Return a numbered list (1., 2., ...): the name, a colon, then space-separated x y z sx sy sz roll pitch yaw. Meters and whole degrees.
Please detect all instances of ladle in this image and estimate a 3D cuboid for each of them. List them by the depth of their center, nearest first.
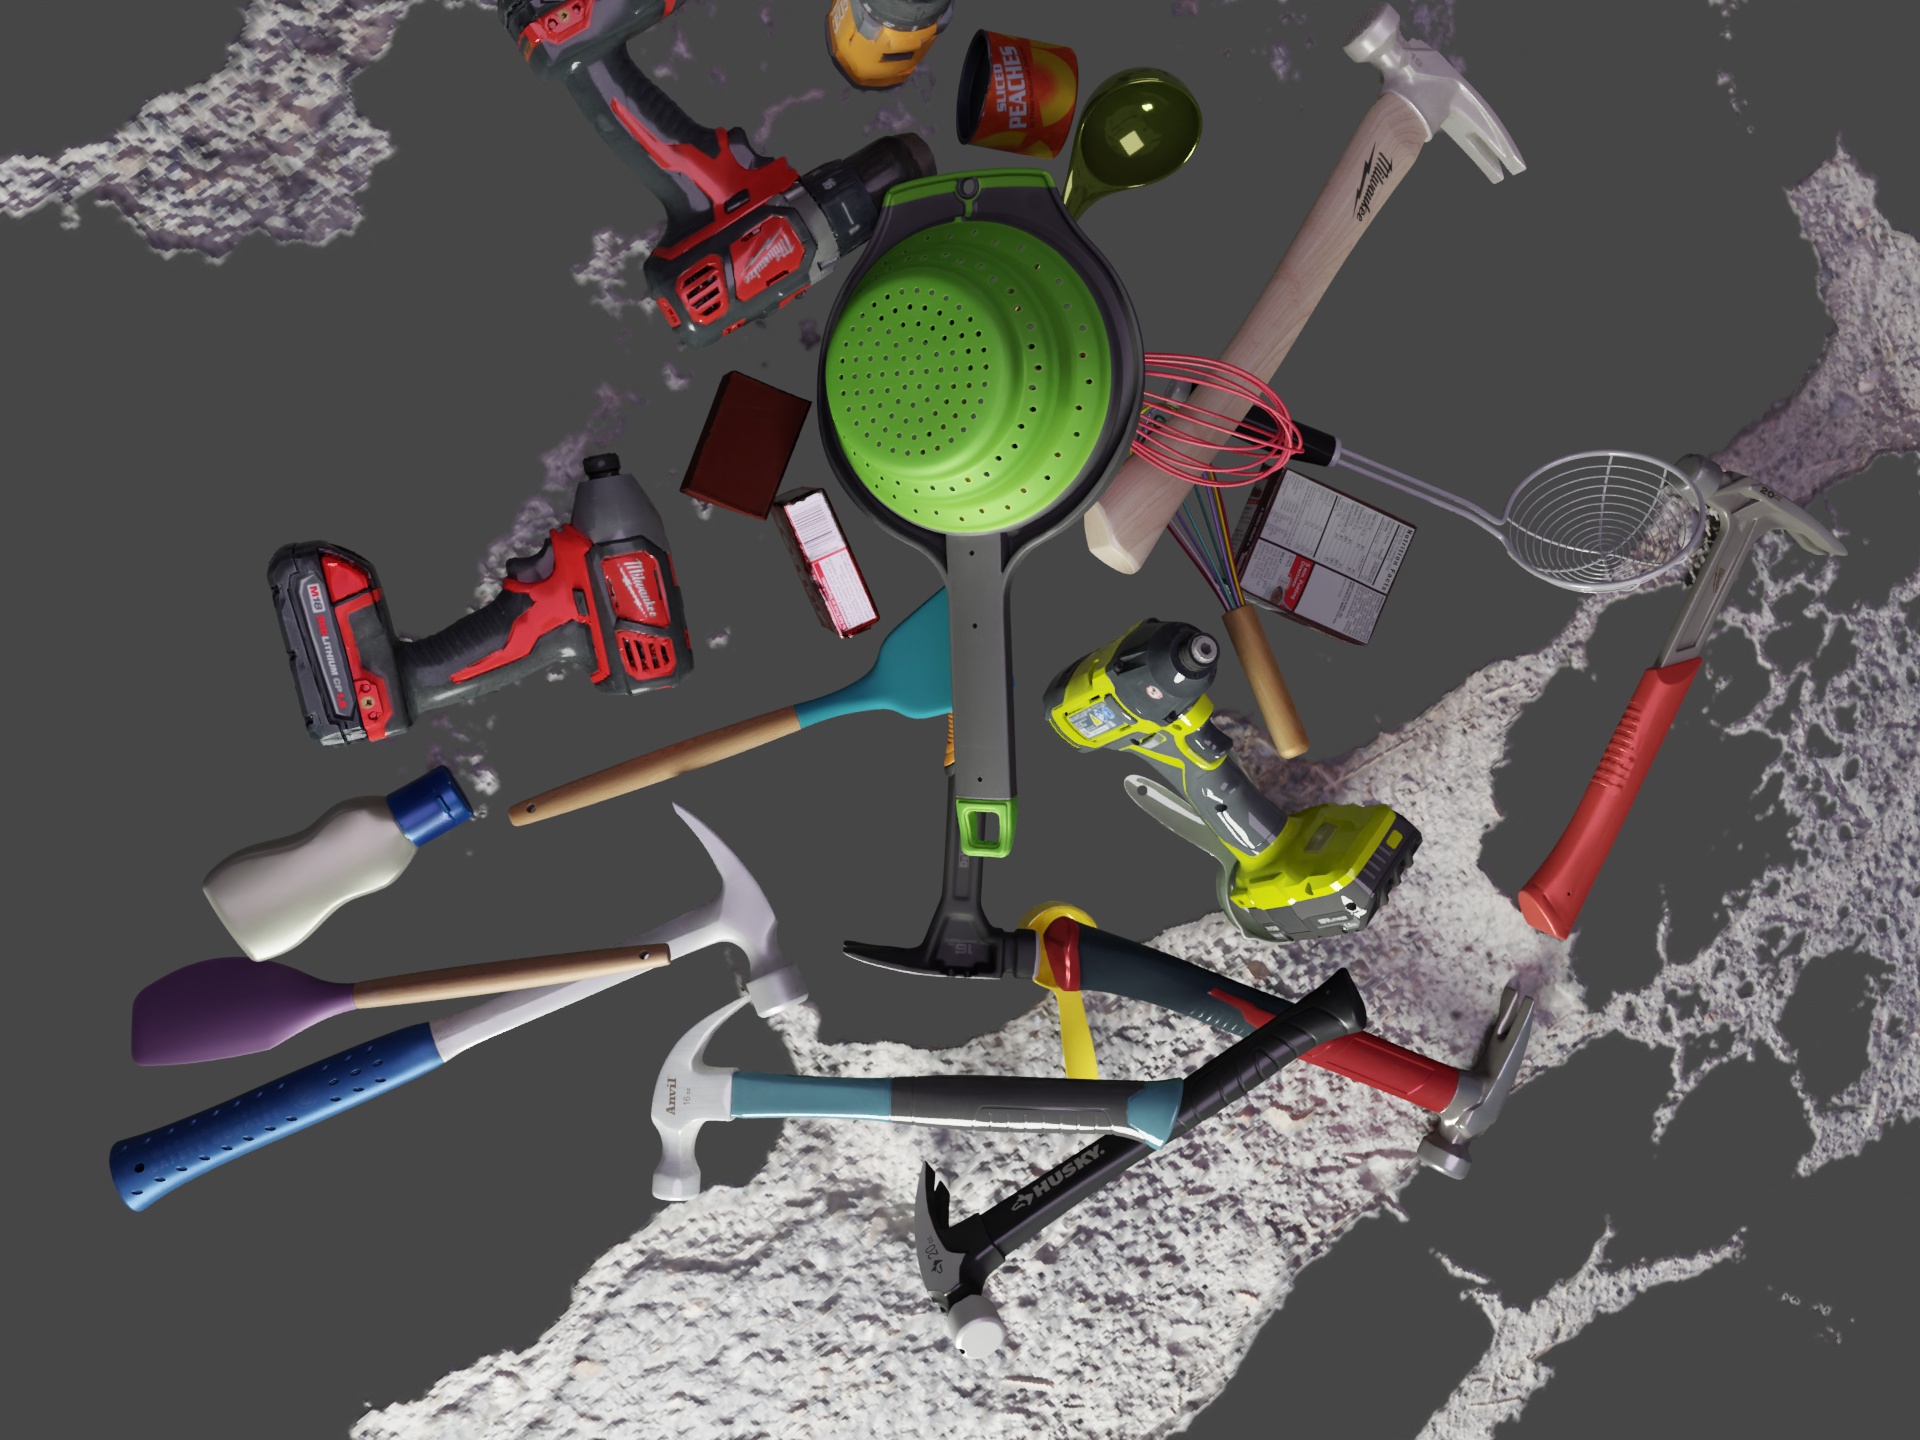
1. ladle: 0.044 -0.260 0.989 0.078 0.062 0.320 30 93 -42

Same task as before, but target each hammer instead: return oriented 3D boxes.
1. hammer: -0.305 0.183 0.955 0.405 0.035 0.144 -23 84 -7
2. hammer: -0.028 0.238 0.989 0.331 0.033 0.128 0 85 7
3. hammer: 0.212 -0.257 1.006 0.146 0.038 0.411 38 77 -17
4. hammer: -0.002 -0.003 1.016 0.127 0.034 0.337 4 94 -2
5. hammer: 0.117 0.261 1.019 0.335 0.146 0.035 -33 117 -3
6. hammer: 0.230 0.197 1.095 0.386 0.038 0.143 24 90 -22
7. hammer: 0.511 -0.004 1.160 0.149 0.037 0.359 26 90 -17

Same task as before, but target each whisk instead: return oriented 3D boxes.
1. whisk: 0.063 -0.206 0.937 0.296 0.073 0.073 23 92 17
2. whisk: 0.167 -0.090 1.024 0.047 0.051 0.245 -23 86 13

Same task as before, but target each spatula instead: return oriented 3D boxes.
1. spatula: -0.327 0.155 0.929 0.316 0.018 0.060 -7 72 -1
2. spatula: -0.126 0.002 0.977 0.317 0.044 0.082 -20 80 -6

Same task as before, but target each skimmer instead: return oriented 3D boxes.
1. skimmer: 0.315 -0.176 1.054 0.363 0.090 0.127 18 53 -13

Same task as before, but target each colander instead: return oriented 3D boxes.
1. colander: -0.005 -0.110 0.895 0.204 0.094 0.397 1 99 23

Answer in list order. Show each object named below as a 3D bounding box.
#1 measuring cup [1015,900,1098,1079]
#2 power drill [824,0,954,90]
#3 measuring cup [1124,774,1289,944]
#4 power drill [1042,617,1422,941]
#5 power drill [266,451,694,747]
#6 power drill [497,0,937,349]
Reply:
1. measuring cup: 0.071 0.196 1.076 0.062 0.029 0.156 -13 103 -13
2. power drill: -0.045 -0.482 0.867 0.084 0.185 0.226 -9 97 -12
3. measuring cup: 0.176 0.087 1.087 0.167 0.038 0.083 36 86 -5
4. power drill: 0.168 0.033 0.984 0.223 0.171 0.080 43 68 -7
5. power drill: -0.273 -0.070 0.921 0.219 0.079 0.143 -13 101 -16
6. power drill: -0.137 -0.353 0.917 0.188 0.080 0.226 -34 108 -8
